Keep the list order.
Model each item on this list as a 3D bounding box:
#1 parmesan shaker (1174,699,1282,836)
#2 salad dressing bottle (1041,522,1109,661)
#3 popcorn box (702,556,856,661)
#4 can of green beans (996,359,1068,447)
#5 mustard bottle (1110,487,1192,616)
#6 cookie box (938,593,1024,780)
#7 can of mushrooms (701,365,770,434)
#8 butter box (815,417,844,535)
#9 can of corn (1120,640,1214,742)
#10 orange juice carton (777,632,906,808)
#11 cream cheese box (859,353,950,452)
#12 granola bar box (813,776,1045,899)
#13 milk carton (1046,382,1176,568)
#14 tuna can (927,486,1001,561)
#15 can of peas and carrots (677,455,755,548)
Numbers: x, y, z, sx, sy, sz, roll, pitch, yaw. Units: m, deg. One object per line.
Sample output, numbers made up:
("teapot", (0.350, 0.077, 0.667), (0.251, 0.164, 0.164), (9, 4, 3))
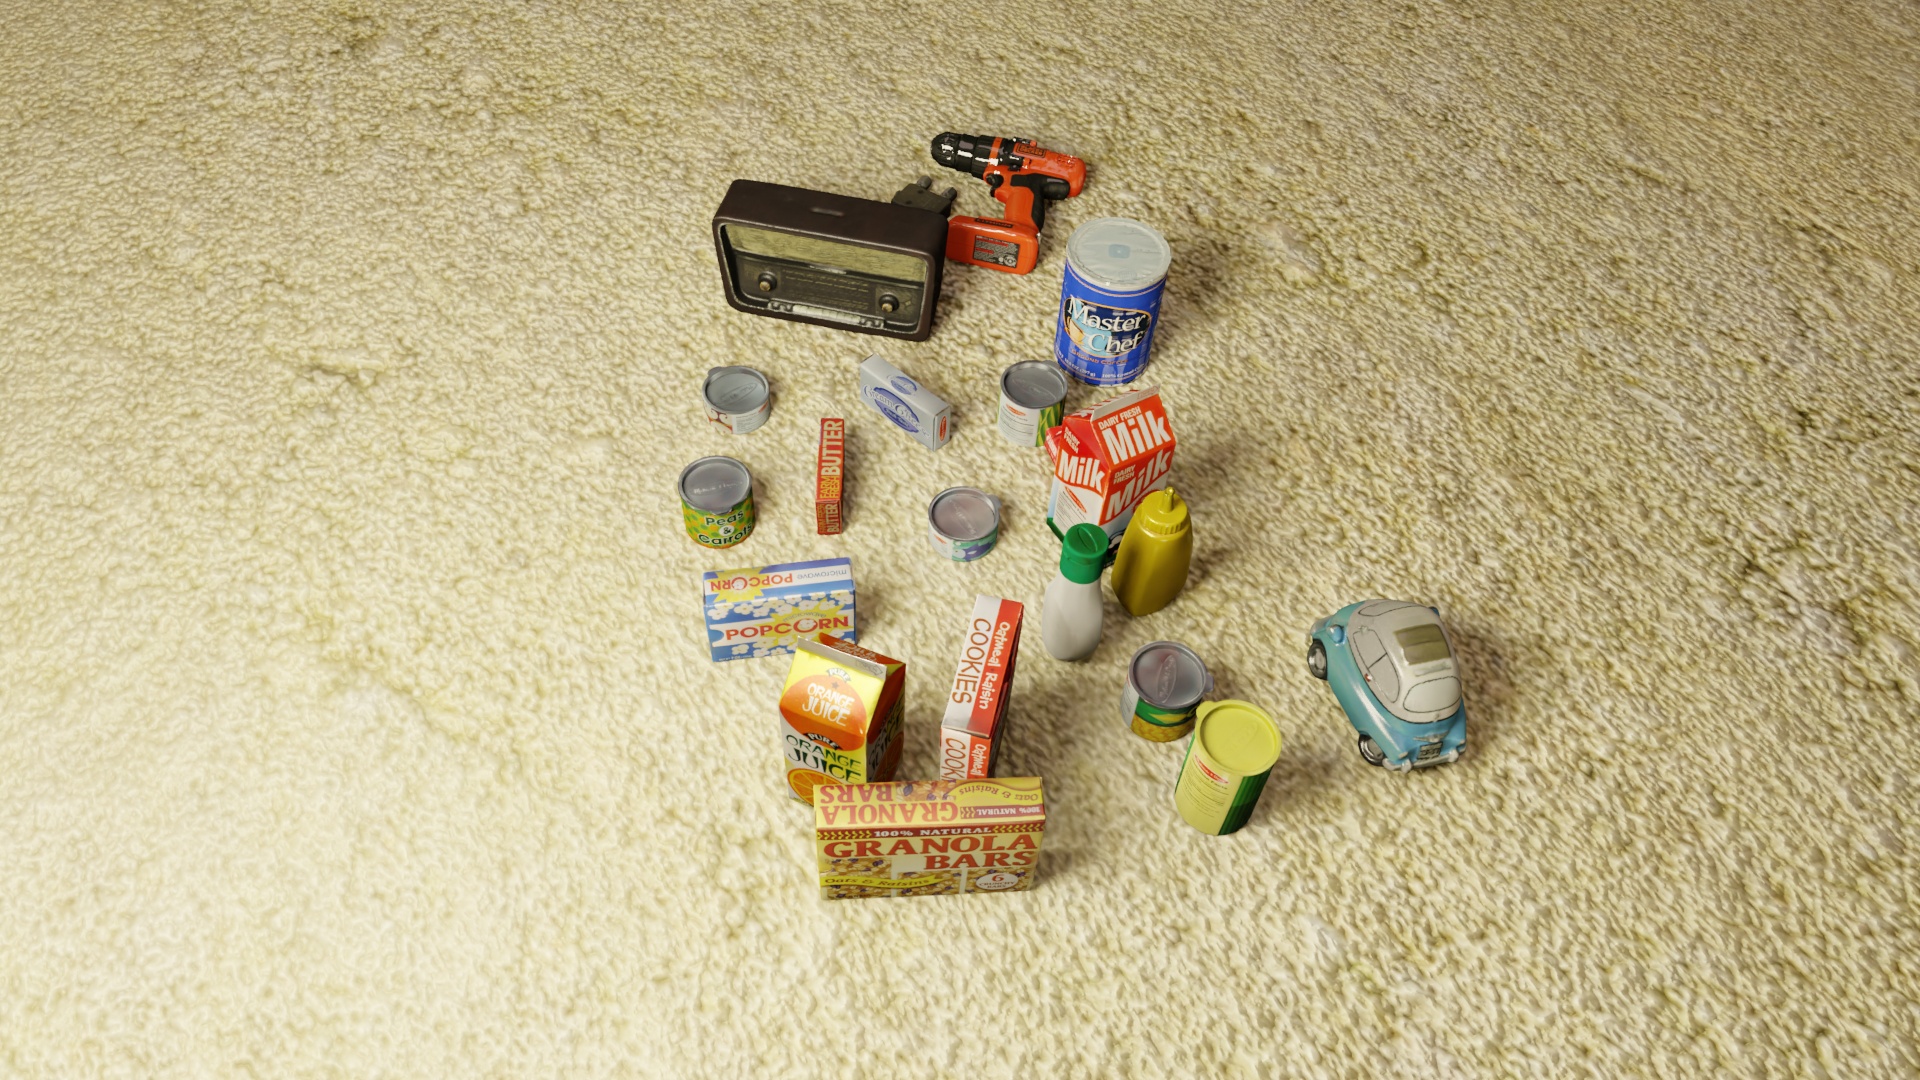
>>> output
("parmesan shaker", (0.208, 0.179, 1.098), (0.071, 0.102, 0.072), (2, 52, -2))
("salad dressing bottle", (0.098, 0.044, 1.169), (0.044, 0.146, 0.064), (-18, 55, -16))
("popcorn box", (-0.152, 0.059, 1.181), (0.127, 0.084, 0.038), (-6, 53, -8))
("can of green beans", (0.070, -0.134, 1.364), (0.071, 0.057, 0.071), (2, 52, -2))
("mustard bottle", (0.170, 0.002, 1.198), (0.065, 0.159, 0.049), (-25, 58, -21))
("cookie box", (0.015, 0.139, 1.077), (0.040, 0.166, 0.123), (11, 52, 6))
("can of mushrooms", (-0.221, -0.139, 1.365), (0.071, 0.033, 0.071), (2, 52, -2))
("butter box", (-0.121, -0.060, 1.297), (0.024, 0.052, 0.104), (1, 52, -3))
("can of corn", (0.172, 0.128, 1.164), (0.071, 0.058, 0.071), (2, 52, -2))
("orange juice carton", (-0.088, 0.137, 1.056), (0.072, 0.191, 0.073), (20, 54, 12))
("cream cheese box", (-0.055, -0.135, 1.359), (0.104, 0.053, 0.024), (37, 59, 23))
("granola bar box", (-0.024, 0.224, 1.035), (0.166, 0.123, 0.039), (-1, 52, -5))
("milk carton", (0.133, -0.062, 1.227), (0.072, 0.189, 0.073), (-24, 57, -21))
("tuna can", (0.005, -0.016, 1.283), (0.071, 0.032, 0.071), (2, 52, -2))
("can of peas and carrots", (-0.221, -0.033, 1.266), (0.071, 0.058, 0.071), (2, 52, -2))
